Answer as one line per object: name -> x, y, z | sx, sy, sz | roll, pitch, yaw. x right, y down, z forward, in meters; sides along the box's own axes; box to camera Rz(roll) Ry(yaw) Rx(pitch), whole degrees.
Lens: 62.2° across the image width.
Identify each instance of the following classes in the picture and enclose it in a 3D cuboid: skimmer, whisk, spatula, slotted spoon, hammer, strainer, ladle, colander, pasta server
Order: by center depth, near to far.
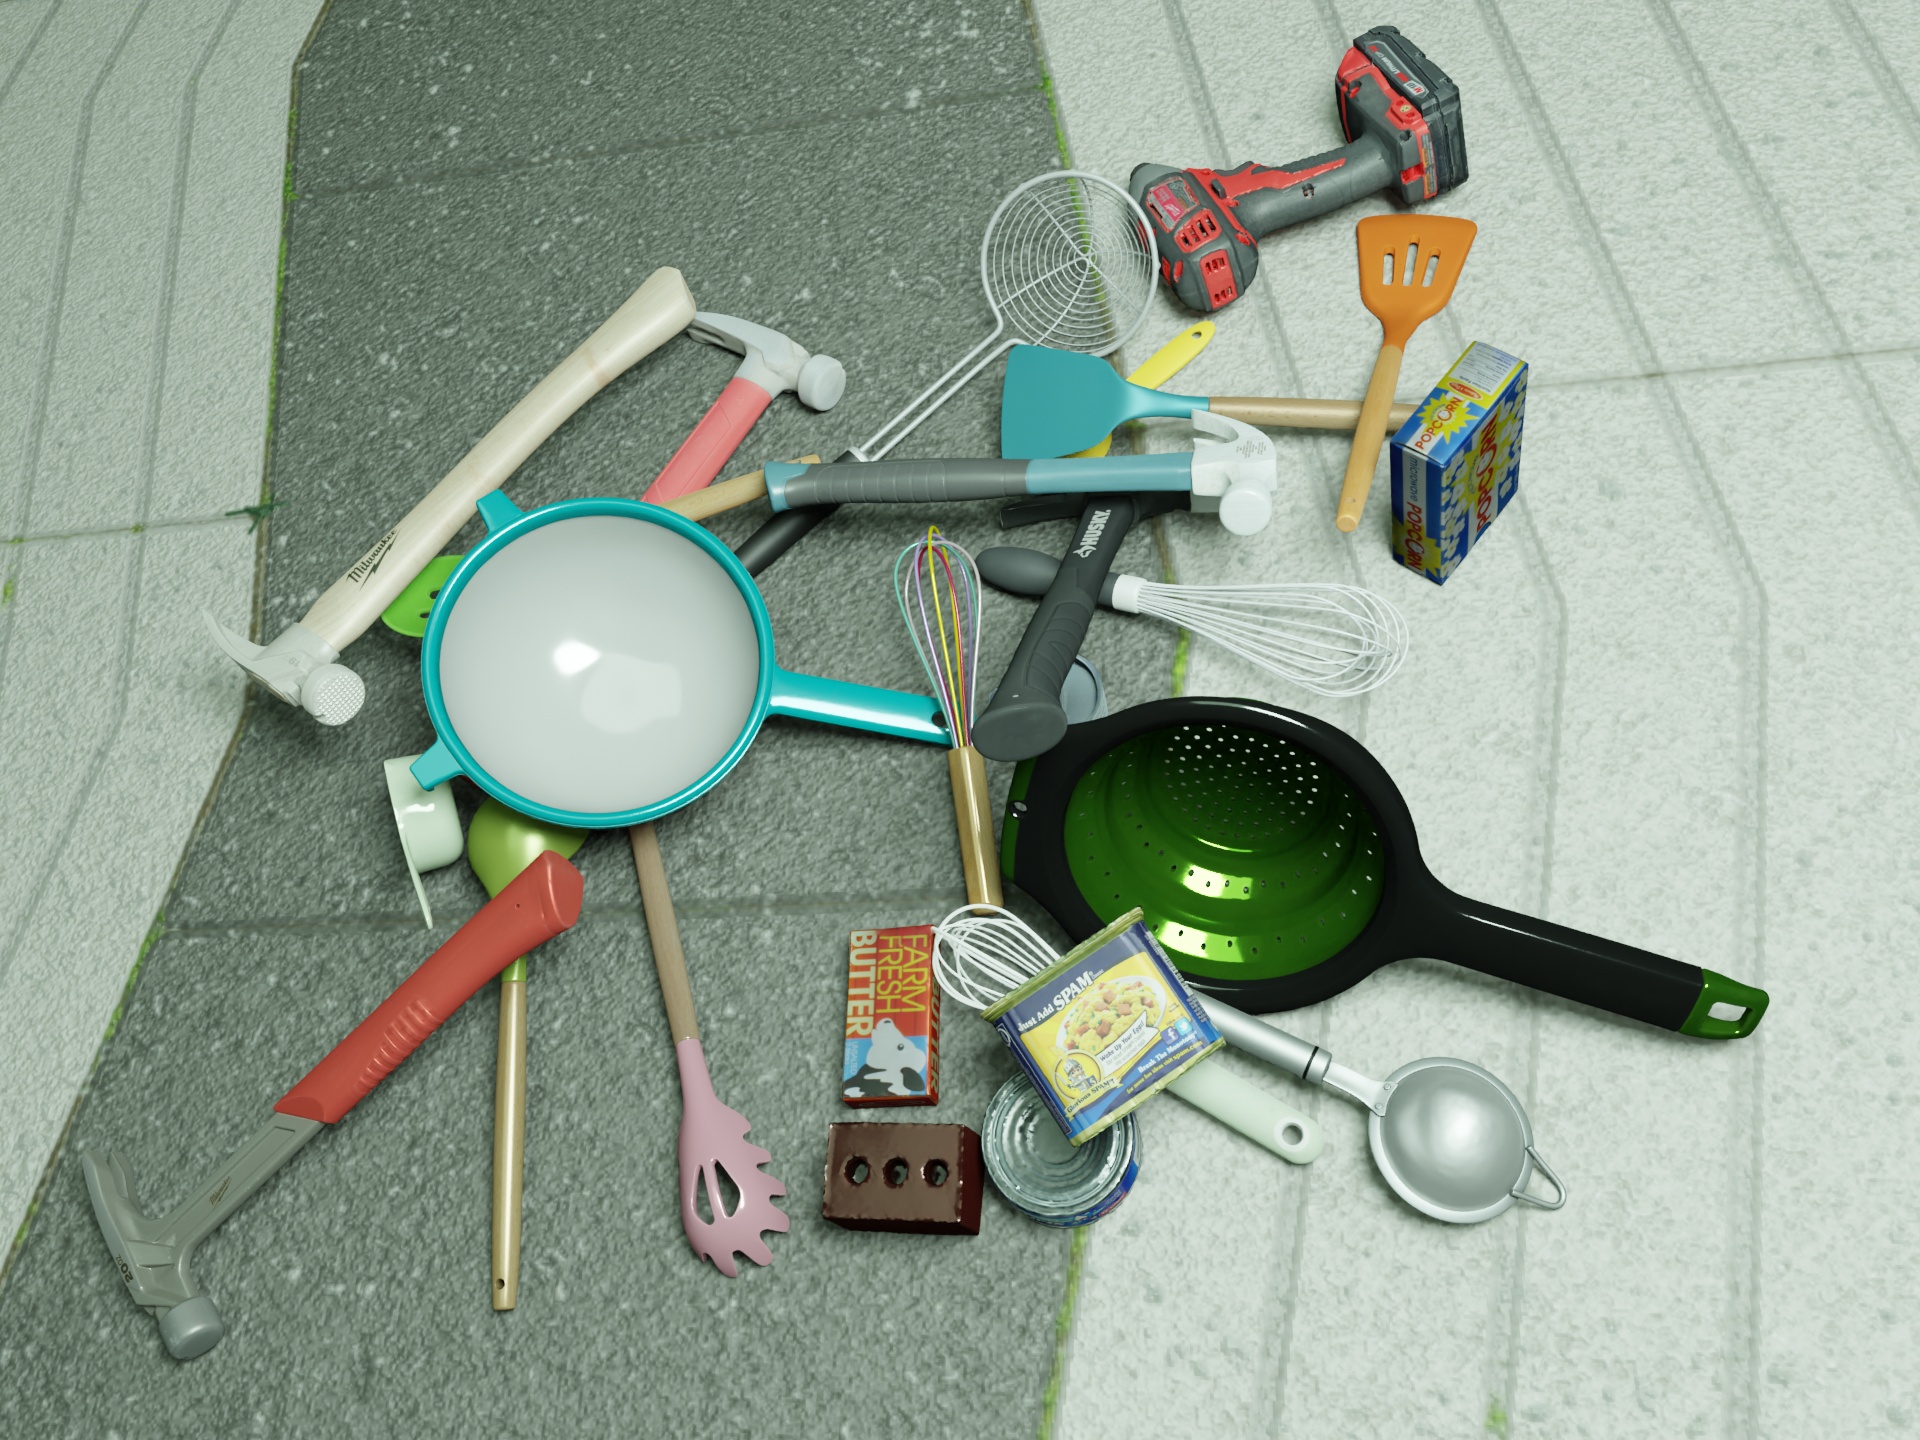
strainer -> 0.195, 0.186, 0.836 | 0.258, 0.050, 0.087 | 23, 61, 19
colander -> 0.224, 0.077, 0.859 | 0.397, 0.204, 0.094 | 16, 35, 9
whisk -> 0.087, 0.174, 0.880 | 0.246, 0.059, 0.058 | 28, 80, 18
hammer -> 0.060, -0.074, 0.916 | 0.146, 0.035, 0.335 | 1, 31, 17
hammer -> -0.368, 0.203, 0.948 | 0.359, 0.036, 0.149 | -43, 63, 3
pasta server -> -0.166, 0.172, 0.955 | 0.060, 0.040, 0.317 | -22, 57, 2
ladle -> -0.268, 0.188, 0.968 | 0.078, 0.062, 0.320 | -7, 70, 7
whisk -> -0.003, -0.003, 0.968 | 0.051, 0.047, 0.245 | -4, 75, -16
whisk -> 0.136, -0.073, 0.988 | 0.285, 0.070, 0.070 | 15, 69, 25
hammer -> 0.030, -0.151, 0.989 | 0.331, 0.033, 0.128 | 1, 31, 16
spatula -> 0.269, -0.227, 1.005 | 0.081, 0.041, 0.323 | 8, 45, 18
strainer -> -0.162, -0.016, 1.014 | 0.340, 0.095, 0.211 | 10, 73, -6
spatula -> 0.185, -0.201, 1.033 | 0.317, 0.044, 0.082 | 3, 88, 2
slotted spoon -> -0.241, -0.121, 1.073 | 0.314, 0.031, 0.070 | -19, 57, 4
skimmer -> -0.021, -0.222, 1.077 | 0.363, 0.090, 0.127 | -43, 93, -7
hammer -> -0.336, -0.176, 1.101 | 0.146, 0.038, 0.411 | 26, 66, 31
hammer -> -0.241, -0.124, 1.111 | 0.143, 0.038, 0.386 | 26, 73, 25

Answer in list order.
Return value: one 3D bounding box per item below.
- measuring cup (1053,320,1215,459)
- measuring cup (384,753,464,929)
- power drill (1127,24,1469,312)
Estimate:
measuring cup -> 0.111, -0.229, 1.081 | 0.156, 0.029, 0.062 | -39, 62, -4
measuring cup -> -0.326, 0.078, 0.988 | 0.038, 0.083, 0.168 | -14, 31, -19
power drill -> 0.224, -0.380, 1.101 | 0.219, 0.078, 0.143 | -27, 51, 4
